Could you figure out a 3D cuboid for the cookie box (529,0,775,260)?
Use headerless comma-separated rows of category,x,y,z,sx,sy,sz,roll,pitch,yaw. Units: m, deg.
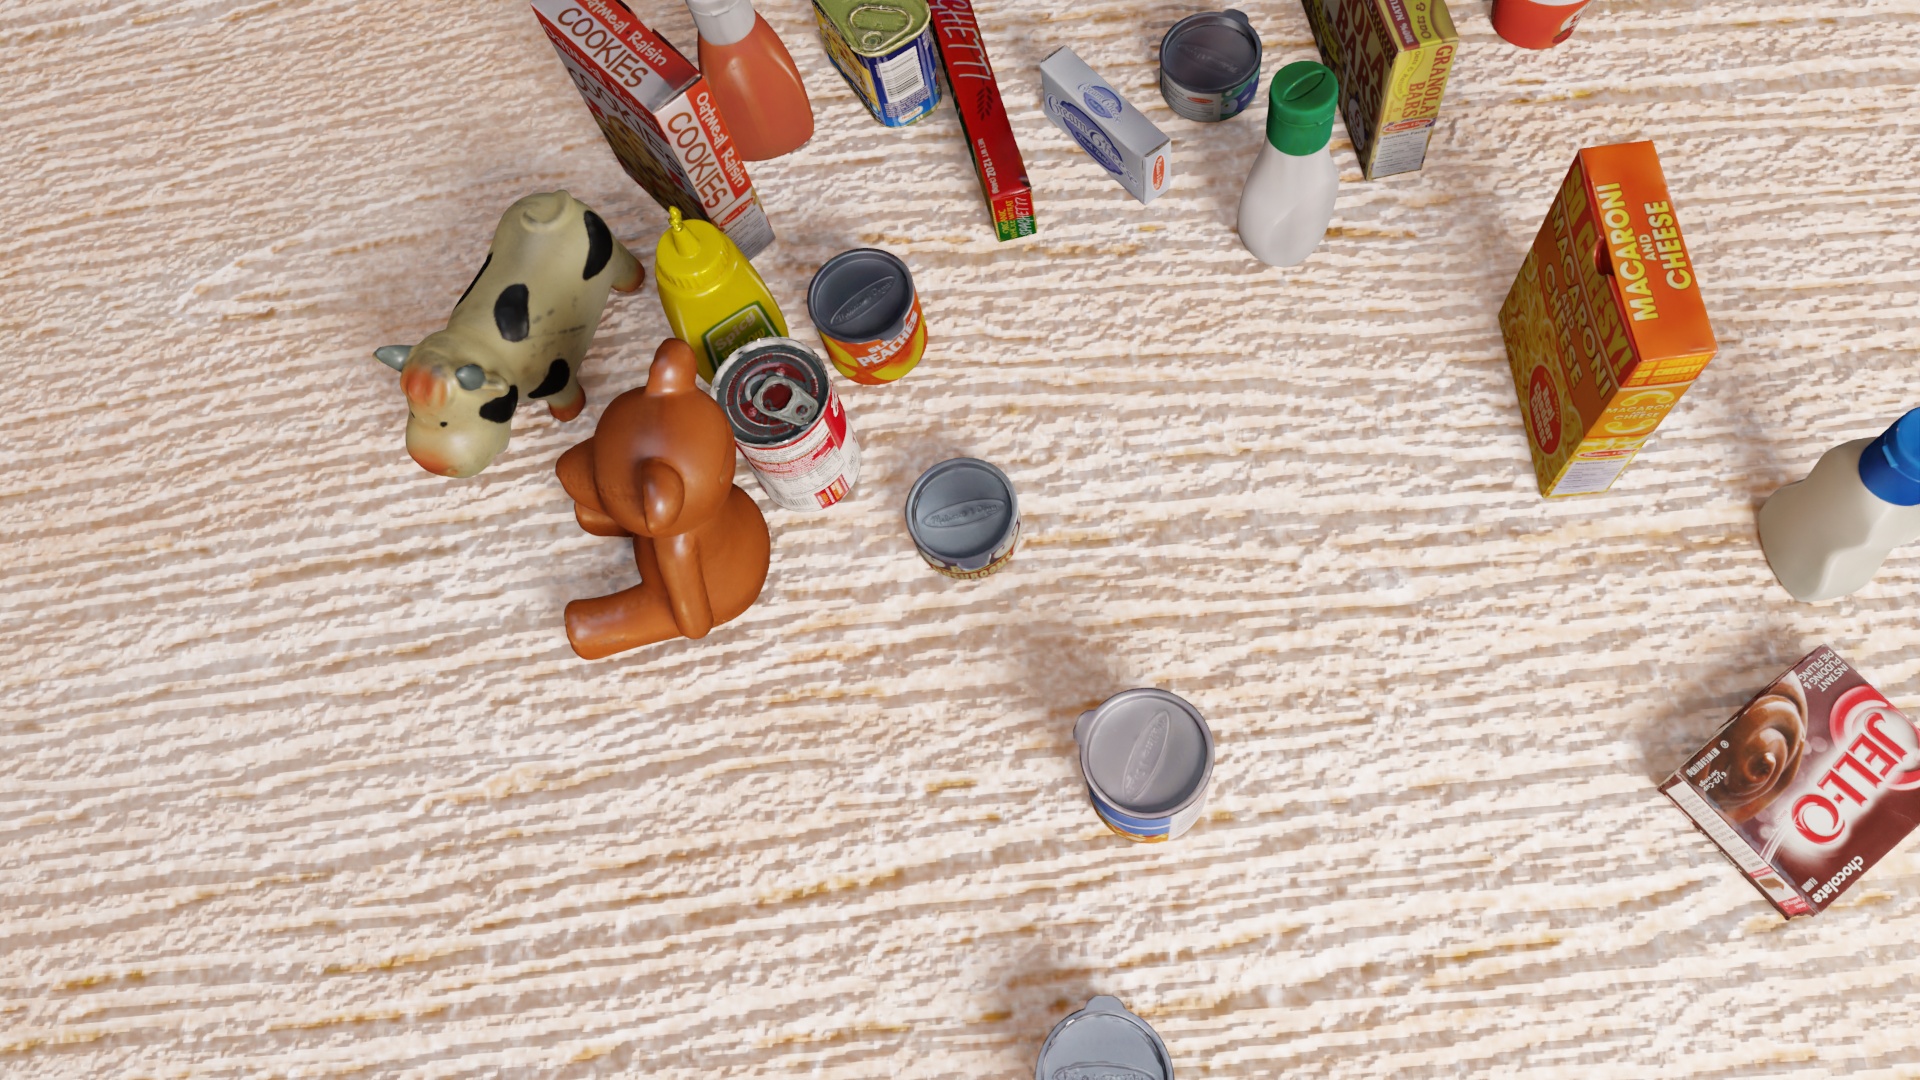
cookie box,-0.186,-0.257,0.864,0.040,0.167,0.123,-43,70,-10

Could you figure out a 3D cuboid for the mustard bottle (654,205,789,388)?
mustard bottle,-0.146,-0.144,0.818,0.065,0.159,0.049,-35,69,-7

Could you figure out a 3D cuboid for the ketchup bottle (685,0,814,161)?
ketchup bottle,-0.139,-0.305,0.887,0.065,0.148,0.043,-19,68,0

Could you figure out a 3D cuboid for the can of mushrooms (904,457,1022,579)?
can of mushrooms,0.003,-0.010,0.813,0.071,0.033,0.071,-2,68,6

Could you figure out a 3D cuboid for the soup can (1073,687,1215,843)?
soup can,0.095,0.118,0.724,0.071,0.083,0.071,-3,68,6

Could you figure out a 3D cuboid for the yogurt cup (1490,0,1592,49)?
yogurt cup,0.375,-0.354,0.892,0.072,0.053,0.072,-2,68,6

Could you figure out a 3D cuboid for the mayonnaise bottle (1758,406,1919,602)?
mayonnaise bottle,0.454,-0.019,0.697,0.041,0.147,0.065,-12,68,3

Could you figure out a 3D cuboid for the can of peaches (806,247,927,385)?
can of peaches,-0.055,-0.135,0.858,0.071,0.058,0.071,-2,68,6

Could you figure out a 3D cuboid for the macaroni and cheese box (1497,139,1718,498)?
macaroni and cheese box,0.336,-0.111,0.739,0.040,0.166,0.124,-6,68,5

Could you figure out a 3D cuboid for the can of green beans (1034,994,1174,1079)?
can of green beans,0.072,0.265,0.682,0.071,0.057,0.071,-2,68,6

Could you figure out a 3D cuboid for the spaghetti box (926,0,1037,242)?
spaghetti box,0.005,-0.314,0.925,0.029,0.050,0.251,-16,67,1

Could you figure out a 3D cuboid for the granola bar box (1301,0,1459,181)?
granola bar box,0.253,-0.327,0.859,0.039,0.124,0.166,-12,68,3

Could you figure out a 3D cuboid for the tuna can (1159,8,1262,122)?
tuna can,0.165,-0.313,0.914,0.071,0.032,0.071,-2,68,6

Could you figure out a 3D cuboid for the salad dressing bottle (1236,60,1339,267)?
salad dressing bottle,0.194,-0.217,0.810,0.064,0.147,0.044,-36,69,-7

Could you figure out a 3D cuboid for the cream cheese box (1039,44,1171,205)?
cream cheese box,0.093,-0.266,0.893,0.024,0.053,0.104,-38,69,-8
